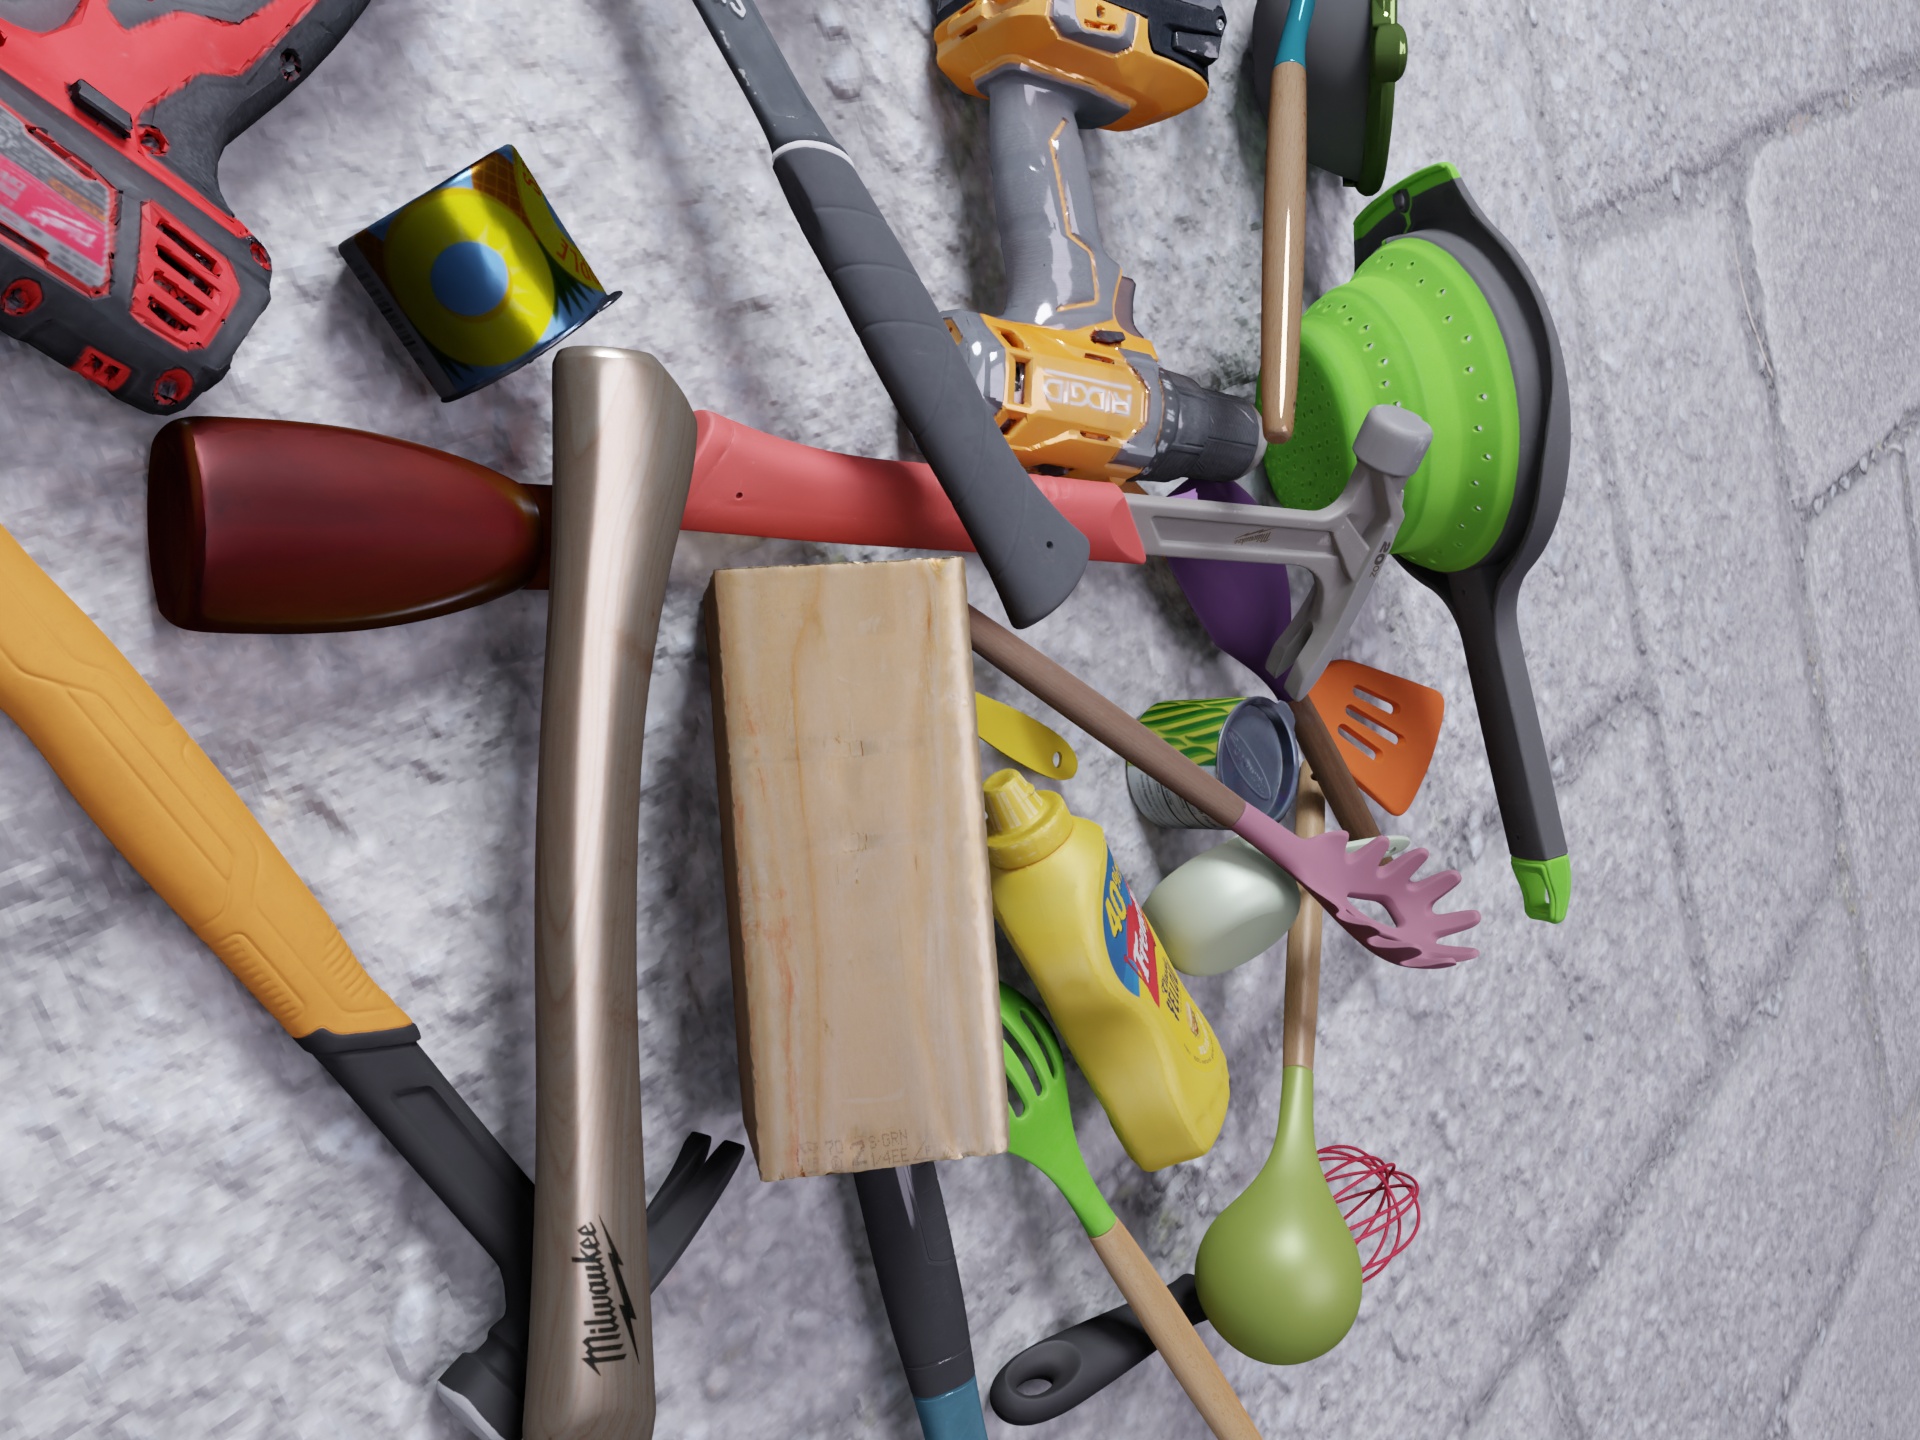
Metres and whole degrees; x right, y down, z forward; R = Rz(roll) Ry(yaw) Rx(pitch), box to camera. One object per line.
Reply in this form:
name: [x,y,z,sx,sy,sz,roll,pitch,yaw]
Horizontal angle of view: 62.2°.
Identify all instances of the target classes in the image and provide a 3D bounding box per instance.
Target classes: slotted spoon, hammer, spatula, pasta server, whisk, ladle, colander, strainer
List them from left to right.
hammer: [-0.196,0.075,0.497,0.127,0.034,0.336,-48,120,-33]
hammer: [-0.128,0.086,0.510,0.146,0.038,0.410,1,90,-42]
hammer: [-0.066,-0.217,0.569,0.149,0.036,0.409,-34,98,-36]
hammer: [-0.009,0.260,0.657,0.128,0.033,0.331,-15,95,-26]
hammer: [0.037,-0.078,0.673,0.359,0.037,0.149,0,127,-30]
slotted spoon: [0.078,0.245,0.714,0.070,0.031,0.313,-42,105,-42]
pasta server: [0.109,0.024,0.721,0.316,0.040,0.060,34,46,-15]
whisk: [0.129,0.278,0.789,0.295,0.073,0.073,-12,97,-38]
spatula: [0.152,-0.059,0.829,0.322,0.041,0.081,38,69,-35]
spatula: [0.135,-0.266,0.713,0.082,0.044,0.318,53,40,-65]
ladle: [0.169,0.159,0.807,0.062,0.078,0.320,101,1,-55]
spatula: [0.185,0.004,0.836,0.060,0.018,0.315,-38,116,-13]
strainer: [0.181,-0.334,0.795,0.256,0.069,0.151,-67,155,-64]
colander: [0.236,-0.078,0.832,0.094,0.204,0.397,-14,93,-12]

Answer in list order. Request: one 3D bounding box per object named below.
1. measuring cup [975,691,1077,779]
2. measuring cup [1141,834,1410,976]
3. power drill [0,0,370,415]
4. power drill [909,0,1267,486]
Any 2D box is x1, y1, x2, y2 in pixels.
measuring cup: [-0.001,-0.002,0.696,0.156,0.029,0.062,28,70,-47]
measuring cup: [0.169,0.087,0.794,0.167,0.083,0.038,-9,53,-27]
power drill: [-0.232,-0.212,0.446,0.143,0.078,0.220,35,68,-37]
power drill: [0.067,-0.216,0.712,0.185,0.084,0.226,4,88,-34]
